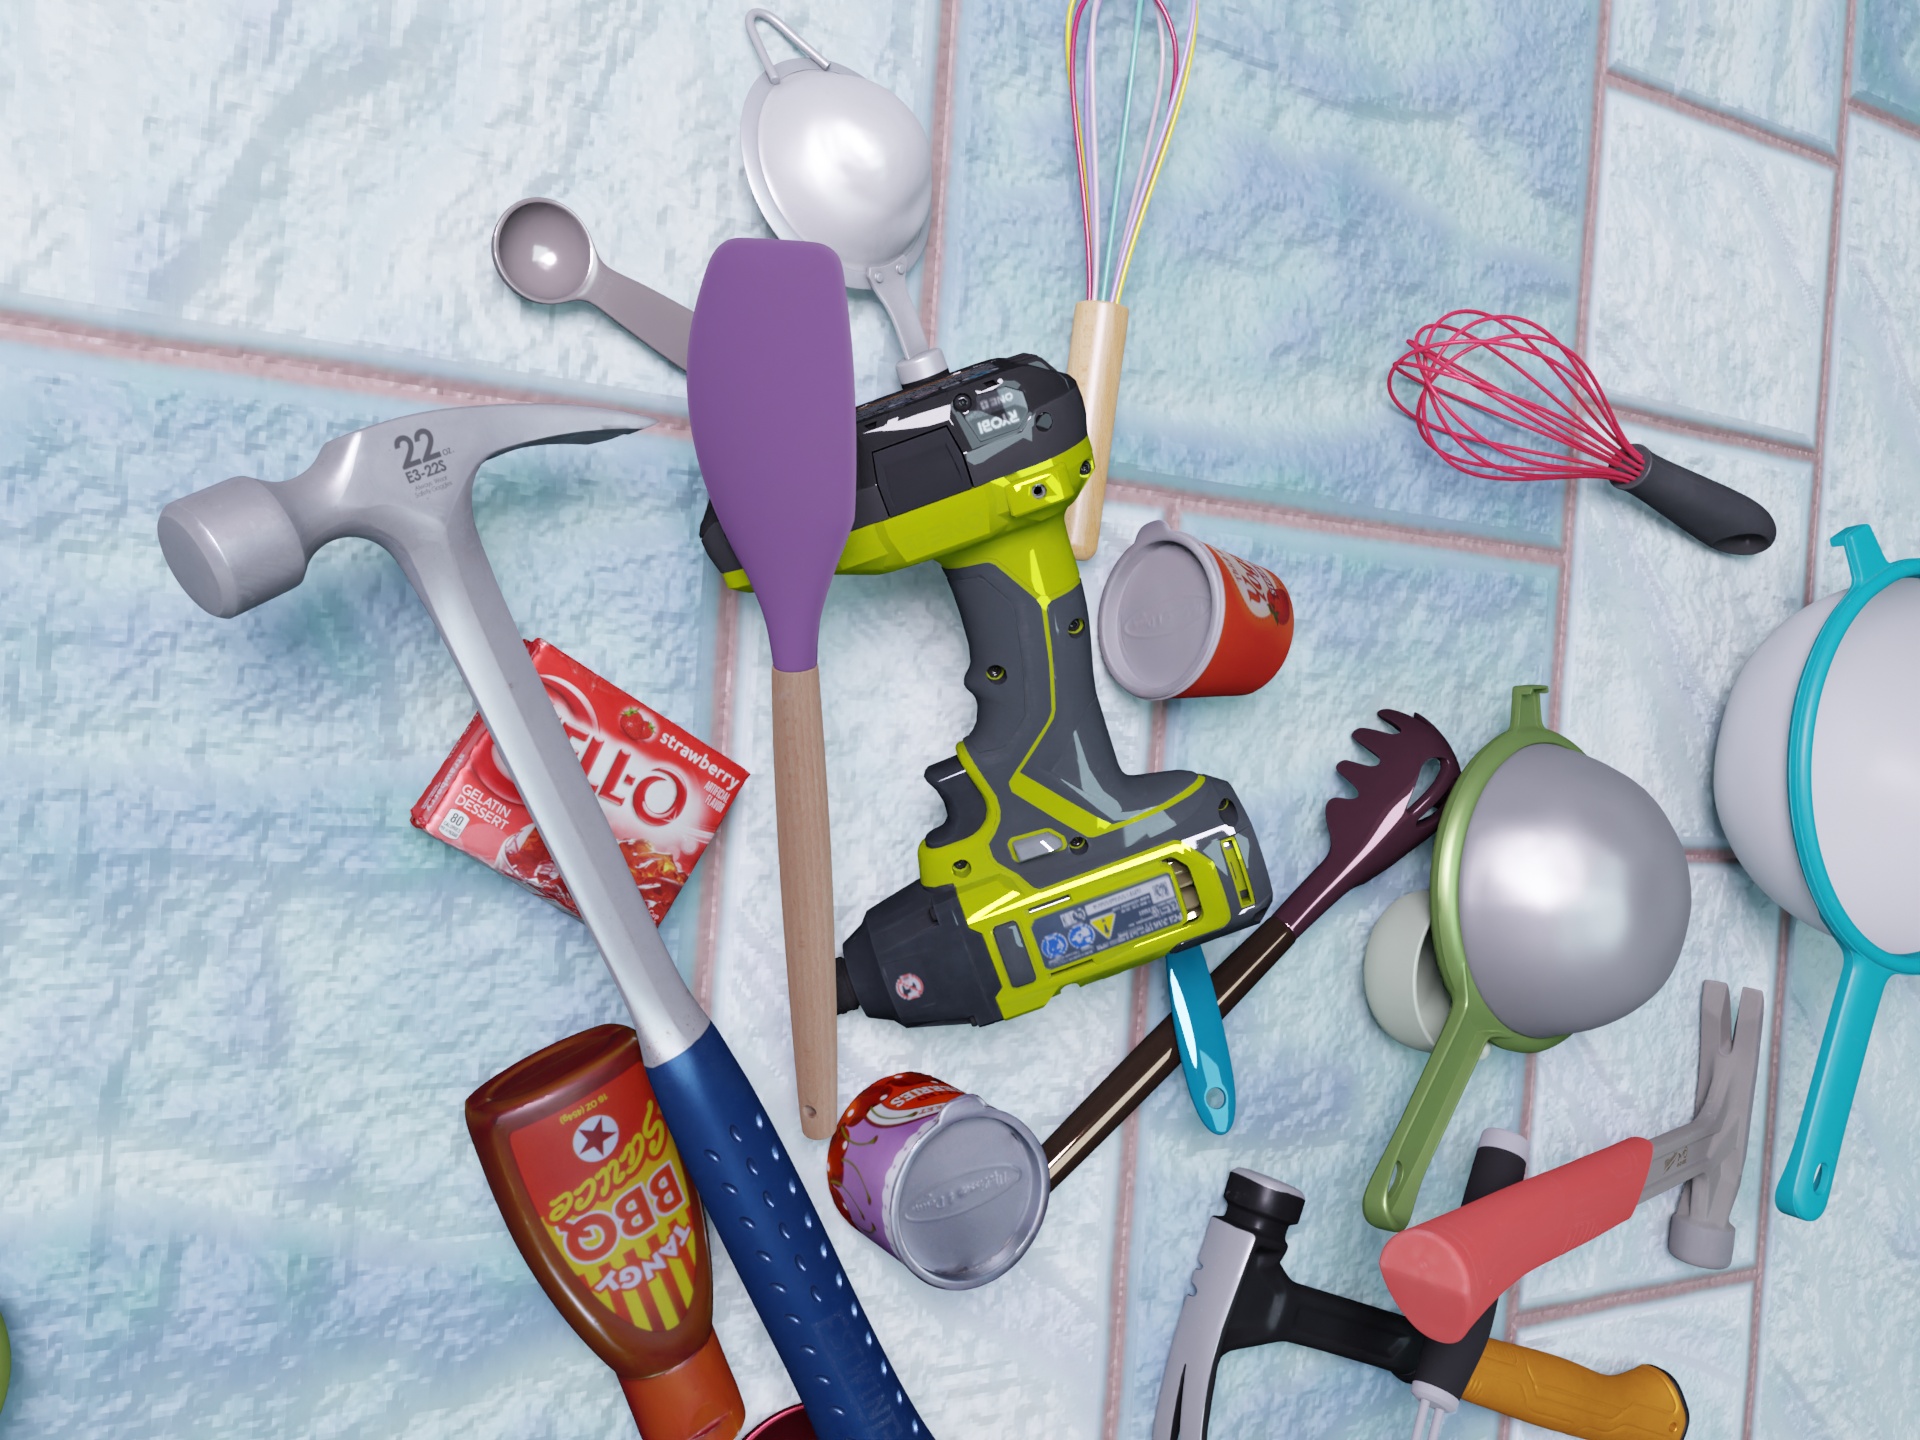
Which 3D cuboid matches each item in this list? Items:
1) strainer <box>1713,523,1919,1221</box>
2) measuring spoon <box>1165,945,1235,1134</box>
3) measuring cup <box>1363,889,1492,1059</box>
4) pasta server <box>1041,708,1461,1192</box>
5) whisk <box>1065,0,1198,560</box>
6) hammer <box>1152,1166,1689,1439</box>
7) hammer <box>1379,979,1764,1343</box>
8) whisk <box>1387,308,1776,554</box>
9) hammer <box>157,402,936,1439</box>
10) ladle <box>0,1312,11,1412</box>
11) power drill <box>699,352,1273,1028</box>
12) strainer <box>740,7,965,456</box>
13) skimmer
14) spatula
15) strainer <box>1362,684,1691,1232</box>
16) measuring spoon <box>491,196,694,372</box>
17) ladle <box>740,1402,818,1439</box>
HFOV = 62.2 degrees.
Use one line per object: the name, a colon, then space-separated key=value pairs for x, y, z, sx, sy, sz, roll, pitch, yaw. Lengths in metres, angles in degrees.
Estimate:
strainer: x=0.447 y=0.082 z=0.830 sx=0.210 sy=0.095 sz=0.340 roll=24 pitch=81 yaw=-27
measuring spoon: x=0.096 y=0.105 z=0.651 sx=0.042 sy=0.021 sz=0.129 roll=-8 pitch=78 yaw=-11
measuring cup: x=0.251 y=0.100 z=0.758 sx=0.167 sy=0.038 sz=0.083 roll=-24 pitch=104 yaw=-36
pasta server: x=0.116 y=0.107 z=0.686 sx=0.316 sy=0.040 sz=0.060 roll=-41 pitch=111 yaw=-17
whisk: x=0.056 y=-0.186 z=0.631 sx=0.047 sy=0.051 sz=0.245 roll=6 pitch=94 yaw=-9
hammer: x=0.235 y=0.314 z=0.757 sx=0.336 sy=0.034 sz=0.127 roll=25 pitch=80 yaw=-28
hammer: x=0.293 y=0.205 z=0.725 sx=0.358 sy=0.037 sz=0.149 roll=5 pitch=92 yaw=-48
whisk: x=0.311 y=-0.129 z=0.767 sx=0.295 sy=0.073 sz=0.073 roll=15 pitch=85 yaw=-34
hammer: x=-0.091 y=0.092 z=0.515 sx=0.144 sy=0.035 sz=0.405 roll=-35 pitch=112 yaw=-37
ladle: x=-0.314 y=0.304 z=0.446 sx=0.078 sy=0.062 sz=0.320 roll=3 pitch=98 yaw=-21
power drill: x=-0.001 y=-0.002 z=0.567 sx=0.171 sy=0.080 sz=0.223 roll=-20 pitch=105 yaw=1
strainer: x=-0.015 y=-0.139 z=0.590 sx=0.087 sy=0.050 sz=0.258 roll=-35 pitch=113 yaw=-39
skimmer: x=0.159 y=0.341 z=0.677 sx=0.127 sy=0.090 sz=0.363 roll=42 pitch=60 yaw=-30
spatula: x=-0.055 y=0.005 z=0.523 sx=0.018 sy=0.060 sz=0.315 roll=-40 pitch=134 yaw=-56
strainer: x=0.254 y=0.115 z=0.690 sx=0.151 sy=0.069 sz=0.256 roll=52 pitch=59 yaw=-25
measuring spoon: x=-0.108 y=-0.137 z=0.553 sx=0.124 sy=0.018 sz=0.034 roll=28 pitch=79 yaw=-35
ladle: x=-0.157 y=0.293 z=0.536 sx=0.315 sy=0.031 sz=0.069 roll=-2 pitch=70 yaw=-27
